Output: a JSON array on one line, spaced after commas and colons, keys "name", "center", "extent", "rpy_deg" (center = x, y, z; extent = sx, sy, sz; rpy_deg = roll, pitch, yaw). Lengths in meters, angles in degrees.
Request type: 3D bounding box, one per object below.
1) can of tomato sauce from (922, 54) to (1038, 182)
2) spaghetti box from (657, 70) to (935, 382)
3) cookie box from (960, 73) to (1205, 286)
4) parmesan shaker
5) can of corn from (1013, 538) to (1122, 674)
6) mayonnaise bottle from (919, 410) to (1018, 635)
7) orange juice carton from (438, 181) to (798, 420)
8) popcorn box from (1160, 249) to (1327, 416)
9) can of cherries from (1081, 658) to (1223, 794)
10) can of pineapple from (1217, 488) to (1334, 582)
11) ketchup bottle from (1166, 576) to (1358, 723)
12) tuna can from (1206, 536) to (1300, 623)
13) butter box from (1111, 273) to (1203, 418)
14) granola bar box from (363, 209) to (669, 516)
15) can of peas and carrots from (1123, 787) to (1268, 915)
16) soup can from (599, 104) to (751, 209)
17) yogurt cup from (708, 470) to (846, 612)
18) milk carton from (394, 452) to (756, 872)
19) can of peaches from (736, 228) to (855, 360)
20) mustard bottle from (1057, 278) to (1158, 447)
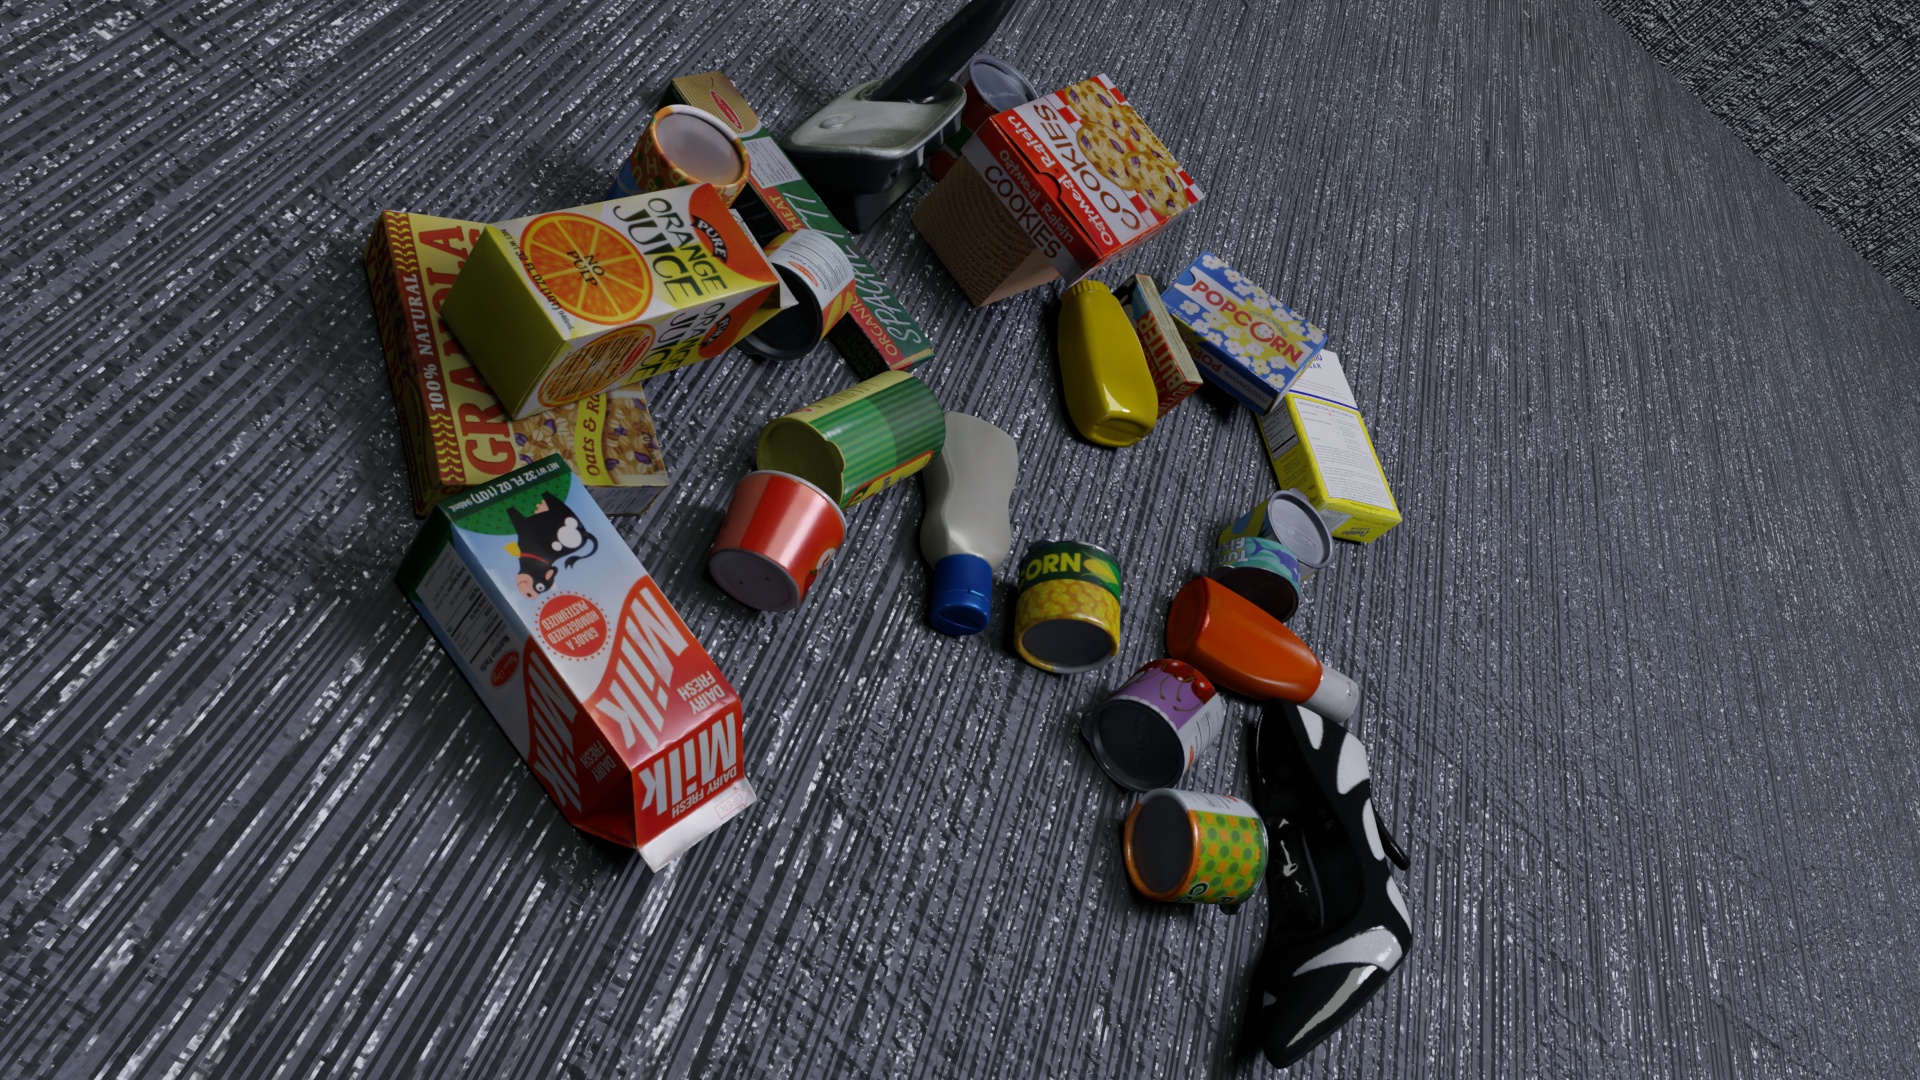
[{"name": "can of tomato sauce", "center": [0.013, -0.320, 1.075], "extent": [0.071, 0.082, 0.071], "rpy_deg": [21, 50, -27]}, {"name": "spaghetti box", "center": [-0.111, -0.210, 0.936], "extent": [0.250, 0.028, 0.050], "rpy_deg": [53, 43, 5]}, {"name": "cookie box", "center": [0.092, -0.263, 0.995], "extent": [0.123, 0.040, 0.168], "rpy_deg": [51, 43, 1]}, {"name": "parmesan shaker", "center": [-0.062, -0.058, 0.836], "extent": [0.071, 0.071, 0.103], "rpy_deg": [53, 43, 5]}, {"name": "can of corn", "center": [0.066, 0.041, 0.870], "extent": [0.071, 0.071, 0.058], "rpy_deg": [26, 48, -23]}, {"name": "mayonnaise bottle", "center": [0.003, -0.011, 0.878], "extent": [0.065, 0.041, 0.149], "rpy_deg": [23, 50, -23]}, {"name": "orange juice carton", "center": [-0.170, -0.136, 0.746], "extent": [0.072, 0.072, 0.193], "rpy_deg": [54, 41, 5]}, {"name": "popcorn box", "center": [0.224, -0.170, 1.135], "extent": [0.127, 0.038, 0.085], "rpy_deg": [38, 58, 10]}, {"name": "can of cherries", "center": [0.120, 0.113, 0.865], "extent": [0.071, 0.071, 0.059], "rpy_deg": [52, 43, 4]}, {"name": "can of pineapple", "center": [0.236, 0.004, 1.041], "extent": [0.071, 0.057, 0.071], "rpy_deg": [21, 49, -27]}, {"name": "ketchup bottle", "center": [0.215, 0.084, 0.976], "extent": [0.149, 0.043, 0.065], "rpy_deg": [29, 53, -20]}, {"name": "tuna can", "center": [0.207, 0.029, 0.993], "extent": [0.071, 0.070, 0.033], "rpy_deg": [32, 44, -17]}, {"name": "butter box", "center": [0.145, -0.151, 1.082], "extent": [0.024, 0.053, 0.104], "rpy_deg": [-4, 64, -44]}, {"name": "granola bar box", "center": [-0.238, -0.092, 0.742], "extent": [0.124, 0.039, 0.166], "rpy_deg": [-1, 61, -40]}, {"name": "can of peas and carrots", "center": [0.139, 0.185, 0.828], "extent": [0.059, 0.070, 0.071], "rpy_deg": [13, 53, -31]}, {"name": "soup can", "center": [-0.175, -0.210, 0.845], "extent": [0.071, 0.083, 0.072], "rpy_deg": [21, 50, -27]}, {"name": "yogurt cup", "center": [-0.103, 0.003, 0.766], "extent": [0.072, 0.072, 0.054], "rpy_deg": [34, 53, -15]}, {"name": "milk carton", "center": [-0.175, 0.062, 0.657], "extent": [0.190, 0.073, 0.073], "rpy_deg": [53, 43, 5]}, {"name": "can of peaches", "center": [-0.107, -0.153, 0.872], "extent": [0.071, 0.071, 0.058], "rpy_deg": [41, 38, -8]}, {"name": "mustard bottle", "center": [0.104, -0.146, 1.050], "extent": [0.065, 0.048, 0.161], "rpy_deg": [14, 52, -32]}]
